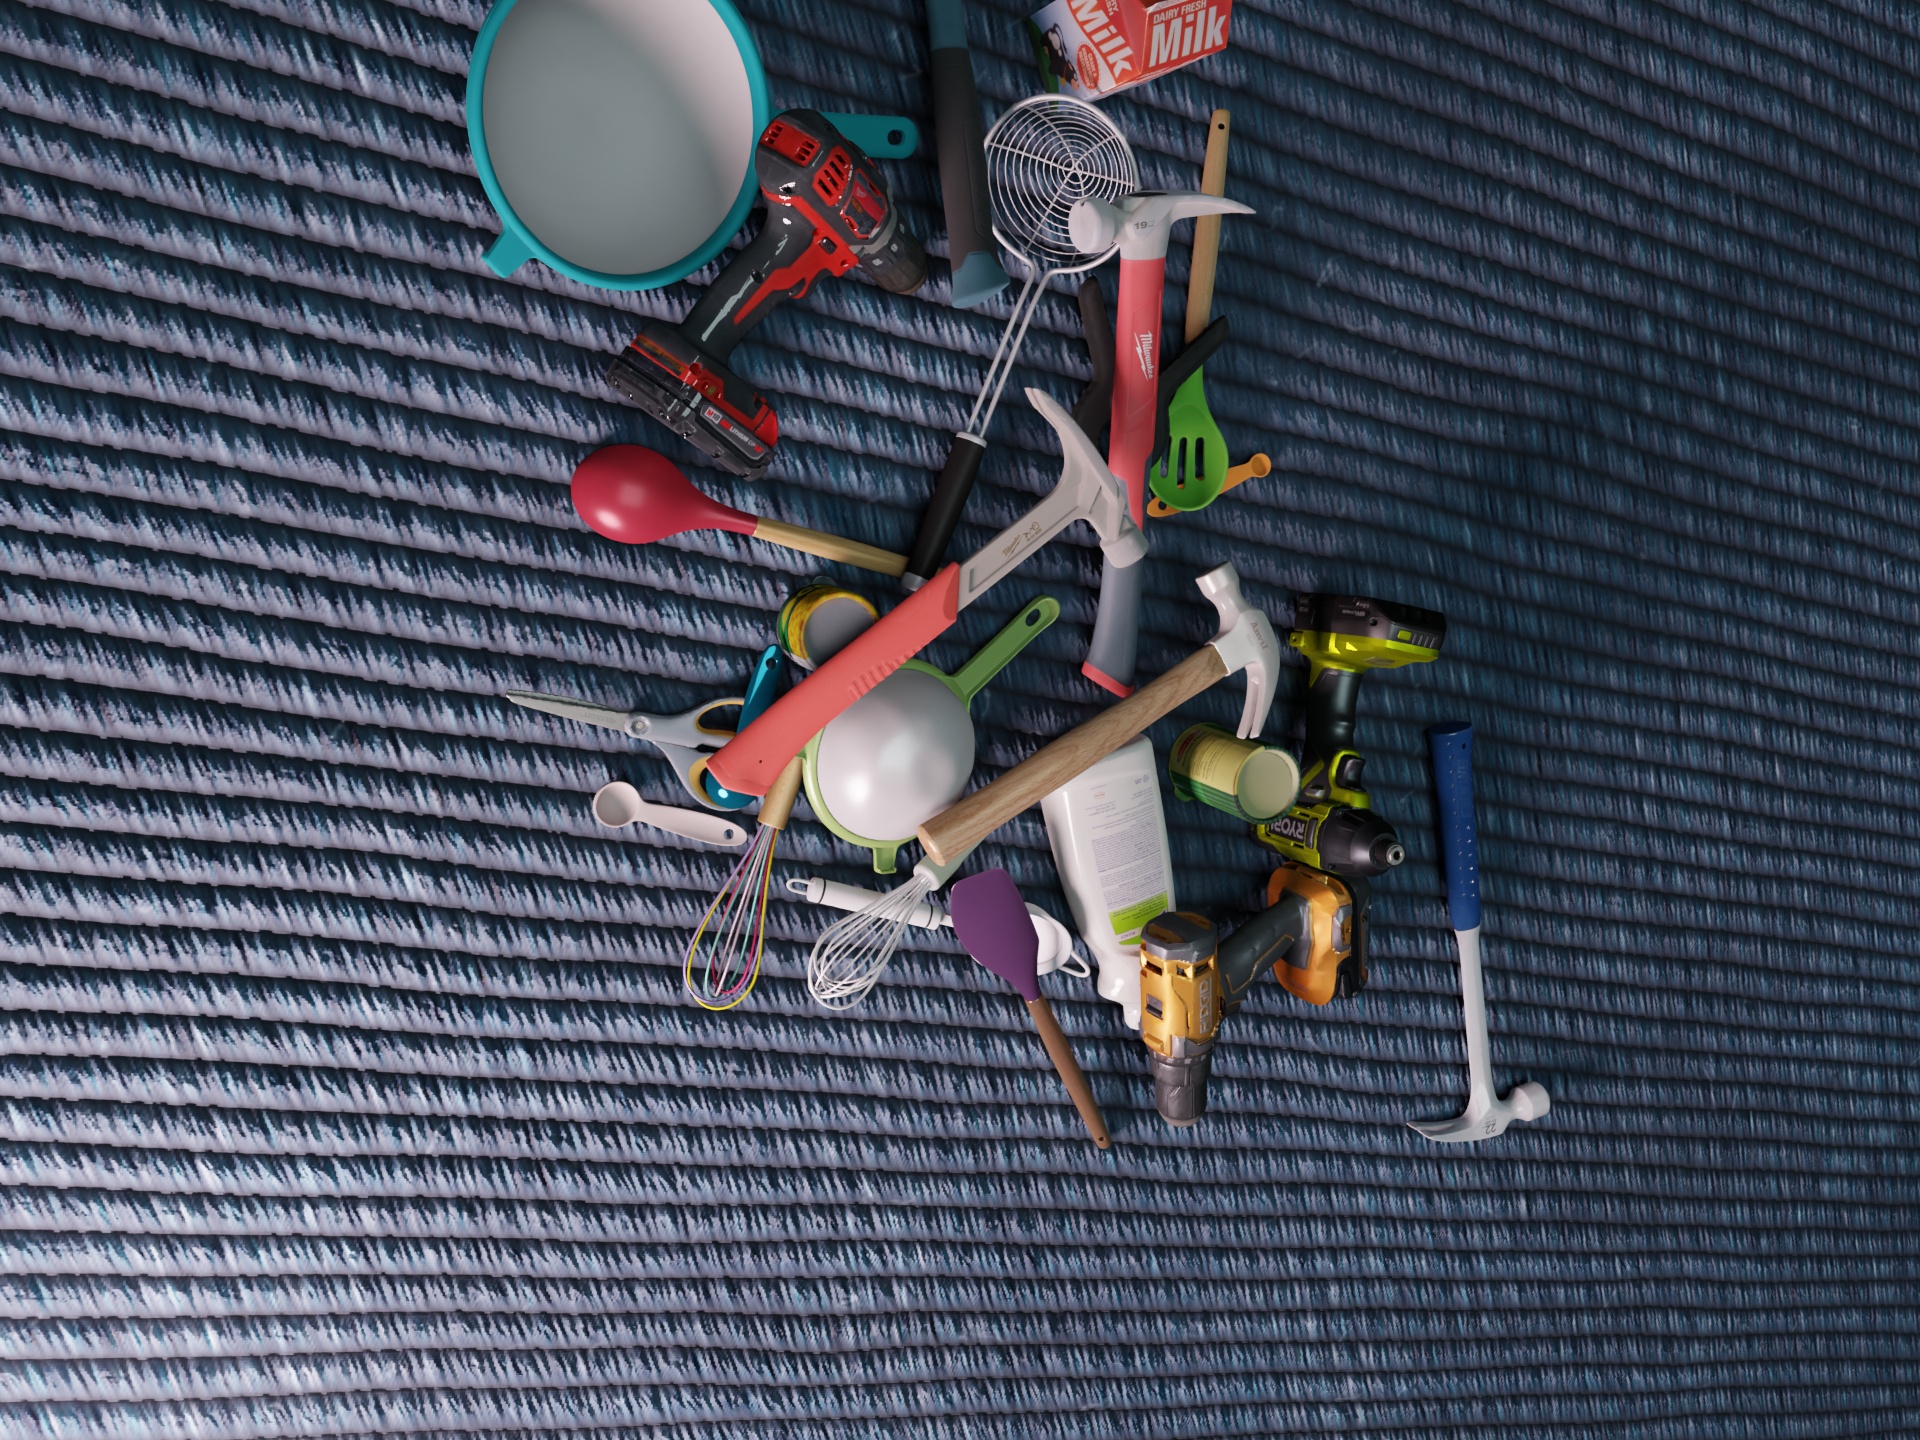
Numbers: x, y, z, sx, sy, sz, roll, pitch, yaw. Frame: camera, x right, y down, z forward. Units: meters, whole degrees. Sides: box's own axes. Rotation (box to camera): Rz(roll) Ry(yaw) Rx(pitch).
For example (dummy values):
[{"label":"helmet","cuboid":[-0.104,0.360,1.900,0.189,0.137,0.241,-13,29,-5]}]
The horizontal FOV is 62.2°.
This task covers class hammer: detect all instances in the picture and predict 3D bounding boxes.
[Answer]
[{"label":"hammer","cuboid":[0.111,0.012,1.222,0.331,0.031,0.130,-33,98,-17]},{"label":"hammer","cuboid":[-0.005,-0.459,1.125,0.128,0.033,0.331,-7,90,-14]},{"label":"hammer","cuboid":[-0.038,-0.077,1.140,0.359,0.037,0.149,-39,110,-6]},{"label":"hammer","cuboid":[0.464,0.202,1.465,0.144,0.035,0.405,-14,105,-19]},{"label":"hammer","cuboid":[0.142,-0.201,1.211,0.143,0.038,0.386,-13,120,-26]}]

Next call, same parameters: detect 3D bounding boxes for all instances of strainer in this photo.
[{"label":"strainer","cuboid":[-0.186,-0.404,1.075,0.340,0.095,0.211,-13,117,-38]},{"label":"strainer","cuboid":[-0.002,-0.004,1.214,0.256,0.069,0.151,-44,122,-15]},{"label":"strainer","cuboid":[-0.015,0.155,1.263,0.258,0.050,0.086,15,134,-18]}]

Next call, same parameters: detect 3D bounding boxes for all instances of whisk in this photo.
[{"label":"whisk","cuboid":[-0.147,0.101,1.199,0.051,0.047,0.245,23,85,-55]},{"label":"whisk","cuboid":[-0.031,0.127,1.217,0.246,0.058,0.059,-44,114,-31]}]

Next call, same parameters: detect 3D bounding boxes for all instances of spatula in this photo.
[{"label":"spatula","cuboid":[0.065,0.242,1.293,0.060,0.018,0.315,-22,120,7]}]

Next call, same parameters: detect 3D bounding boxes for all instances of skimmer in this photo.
[{"label":"skimmer","cuboid":[0.024,-0.270,1.166,0.127,0.090,0.363,22,90,13]}]

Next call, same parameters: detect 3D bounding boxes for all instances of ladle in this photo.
[{"label":"ladle","cuboid":[-0.129,-0.136,1.173,0.315,0.031,0.069,13,94,-25]}]

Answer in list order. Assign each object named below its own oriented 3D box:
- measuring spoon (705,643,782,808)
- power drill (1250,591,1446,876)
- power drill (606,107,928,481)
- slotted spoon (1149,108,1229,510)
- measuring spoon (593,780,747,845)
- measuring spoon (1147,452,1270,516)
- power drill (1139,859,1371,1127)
[{"label":"measuring spoon","cuboid":[-0.152,0.006,1.171,0.042,0.021,0.128,15,97,-25]},{"label":"power drill","cuboid":[0.320,0.013,1.303,0.080,0.171,0.223,9,93,-23]},{"label":"power drill","cuboid":[-0.119,-0.283,1.097,0.226,0.080,0.187,-56,153,3]},{"label":"slotted spoon","cuboid":[0.191,-0.324,1.265,0.070,0.031,0.314,5,96,-5]},{"label":"measuring spoon","cuboid":[-0.216,0.072,1.184,0.124,0.018,0.034,19,92,-30]},{"label":"measuring spoon","cuboid":[0.203,-0.192,1.305,0.117,0.011,0.021,-23,102,-13]},{"label":"power drill","cuboid":[0.241,0.225,1.327,0.226,0.084,0.185,-19,116,-33]}]
